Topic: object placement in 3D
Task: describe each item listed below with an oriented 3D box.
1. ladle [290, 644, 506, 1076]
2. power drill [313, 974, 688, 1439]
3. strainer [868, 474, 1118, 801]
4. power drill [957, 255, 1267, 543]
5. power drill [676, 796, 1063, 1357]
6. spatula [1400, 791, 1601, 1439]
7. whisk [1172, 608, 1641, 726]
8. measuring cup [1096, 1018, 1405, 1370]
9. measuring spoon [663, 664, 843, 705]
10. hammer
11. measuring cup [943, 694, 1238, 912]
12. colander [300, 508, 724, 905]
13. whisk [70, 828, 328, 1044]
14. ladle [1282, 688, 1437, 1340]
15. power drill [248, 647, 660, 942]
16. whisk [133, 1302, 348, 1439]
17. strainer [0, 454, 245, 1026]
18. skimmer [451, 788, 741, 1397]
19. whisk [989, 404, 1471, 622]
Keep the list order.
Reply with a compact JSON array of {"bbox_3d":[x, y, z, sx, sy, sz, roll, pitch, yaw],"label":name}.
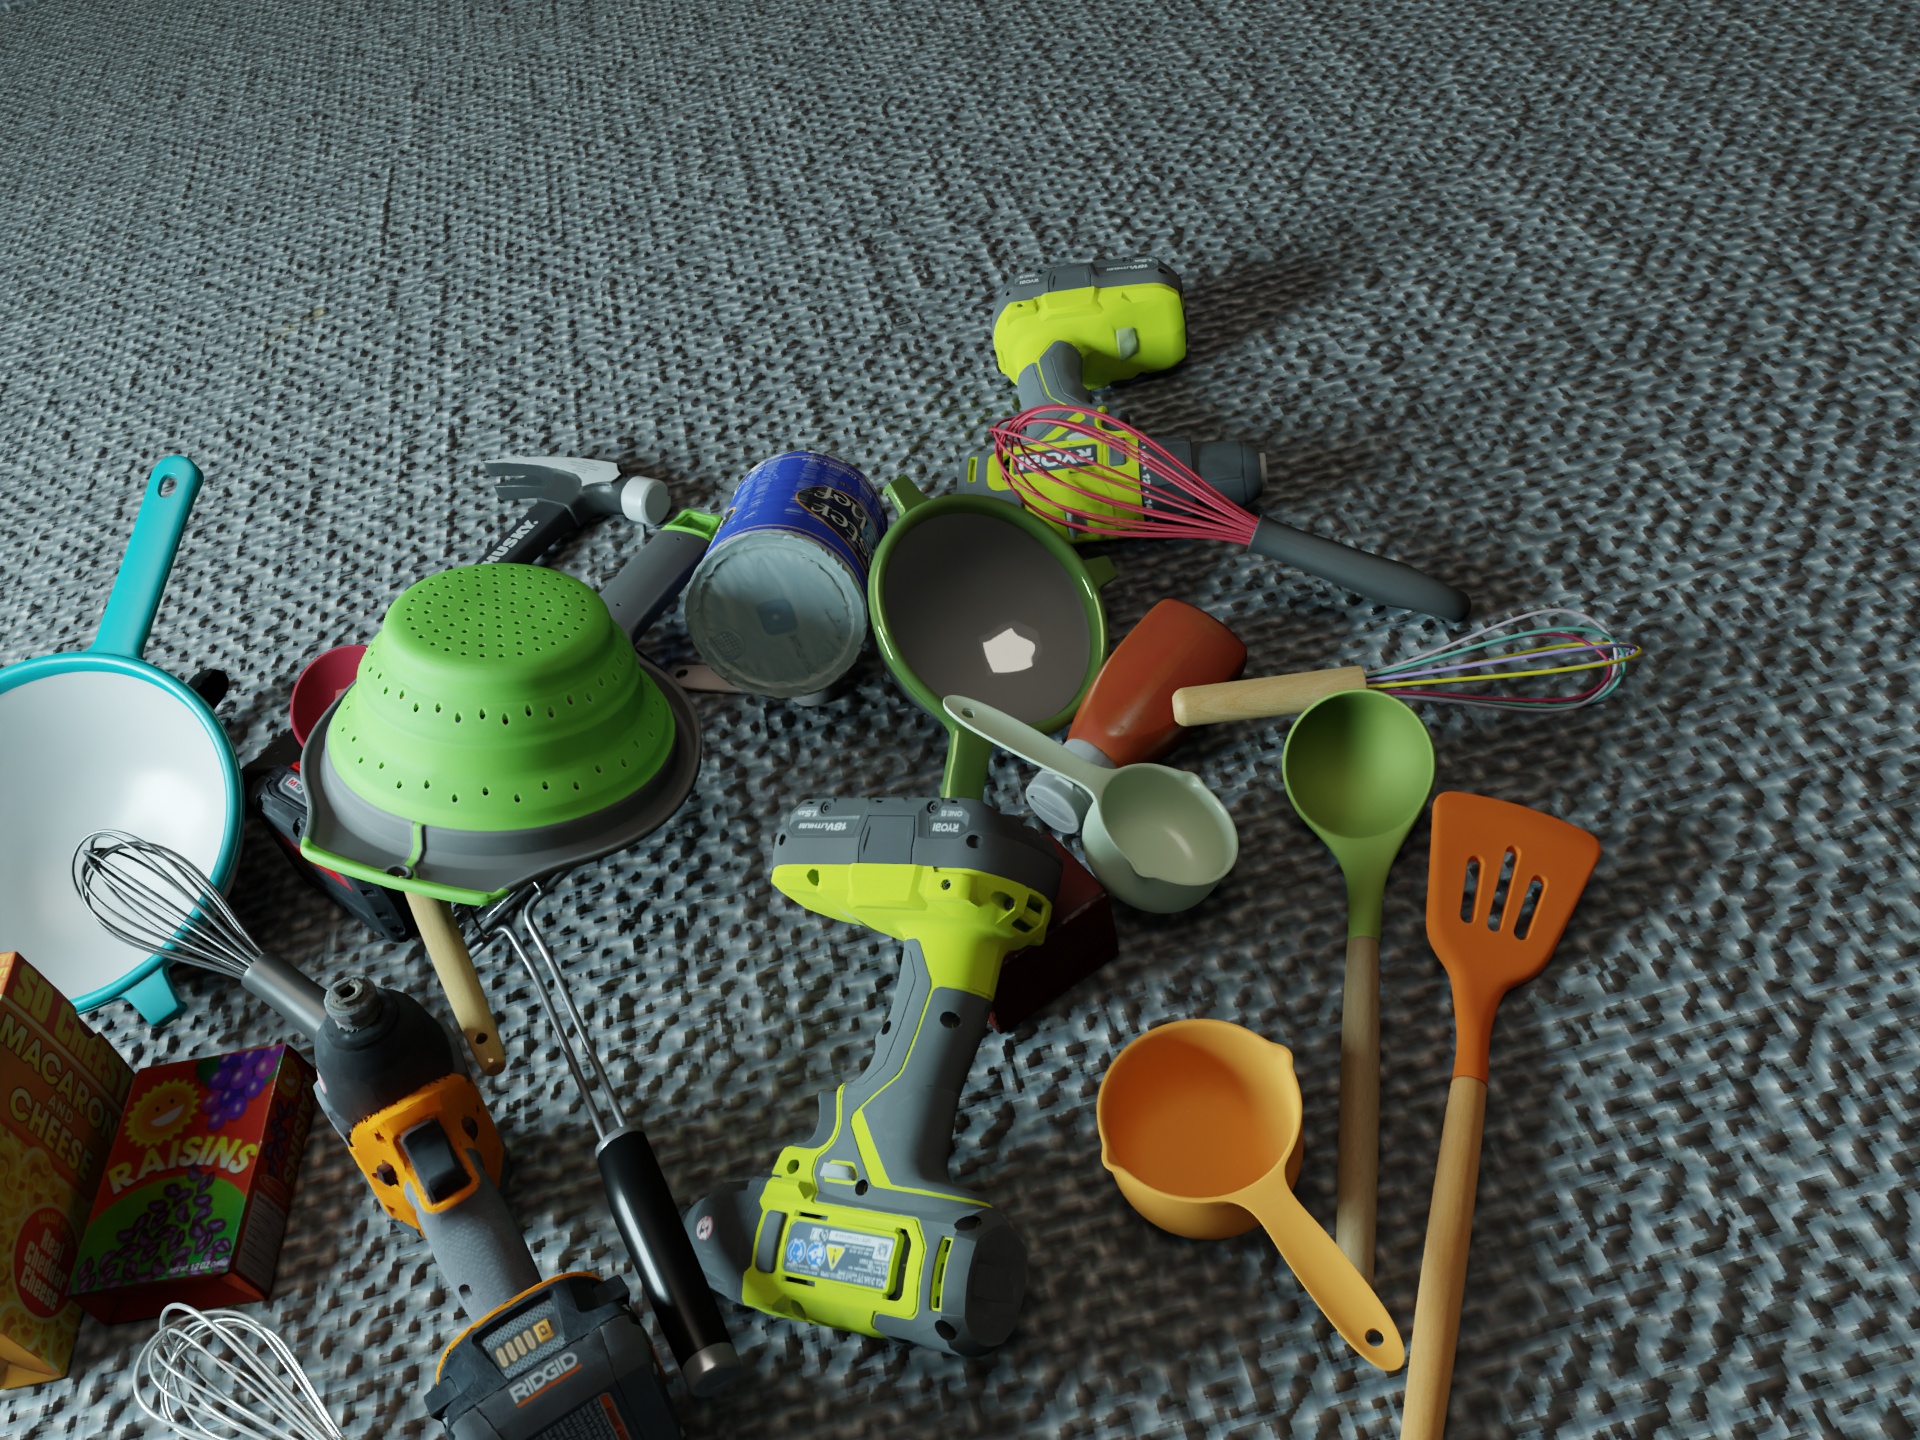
[{"bbox_3d":[-0.286,0.064,0.824,0.069,0.031,0.316,-29,49,-11],"label":"ladle"},{"bbox_3d":[-0.207,0.216,0.671,0.084,0.164,0.227,-28,48,-22],"label":"power drill"},{"bbox_3d":[-0.001,-0.003,0.896,0.151,0.069,0.257,19,64,-19],"label":"strainer"},{"bbox_3d":[0.100,-0.207,1.051,0.190,0.080,0.229,-5,49,11],"label":"power drill"},{"bbox_3d":[-0.043,0.152,0.709,0.171,0.080,0.223,-2,66,33],"label":"power drill"},{"bbox_3d":[0.217,0.173,0.680,0.081,0.041,0.323,18,54,6],"label":"spatula"},{"bbox_3d":[0.235,-0.021,0.845,0.245,0.051,0.047,-7,42,4],"label":"whisk"},{"bbox_3d":[0.126,0.206,0.668,0.095,0.052,0.174,-29,49,-12],"label":"measuring cup"},{"bbox_3d":[-0.132,-0.029,0.983,0.124,0.018,0.034,3,49,19],"label":"measuring spoon"},{"bbox_3d":[-0.347,-0.070,1.059,0.146,0.035,0.335,16,50,27],"label":"hammer"},{"bbox_3d":[0.060,0.040,0.811,0.167,0.038,0.083,30,44,7],"label":"measuring cup"},{"bbox_3d":[-0.216,-0.060,0.887,0.204,0.094,0.397,13,34,8],"label":"colander"},{"bbox_3d":[-0.365,0.133,0.825,0.239,0.055,0.055,33,59,7],"label":"whisk"},{"bbox_3d":[0.182,0.119,0.733,0.078,0.062,0.320,-10,46,27],"label":"ladle"},{"bbox_3d":[-0.297,0.015,0.949,0.143,0.078,0.220,24,54,31],"label":"power drill"},{"bbox_3d":[-0.261,0.316,0.674,0.246,0.059,0.058,20,27,25],"label":"whisk"},{"bbox_3d":[-0.492,0.013,0.939,0.211,0.095,0.340,7,71,4],"label":"strainer"},{"bbox_3d":[-0.164,0.162,0.761,0.127,0.090,0.364,-41,49,4],"label":"skimmer"},{"bbox_3d":[0.152,-0.115,0.921,0.296,0.073,0.073,22,54,8],"label":"whisk"}]
